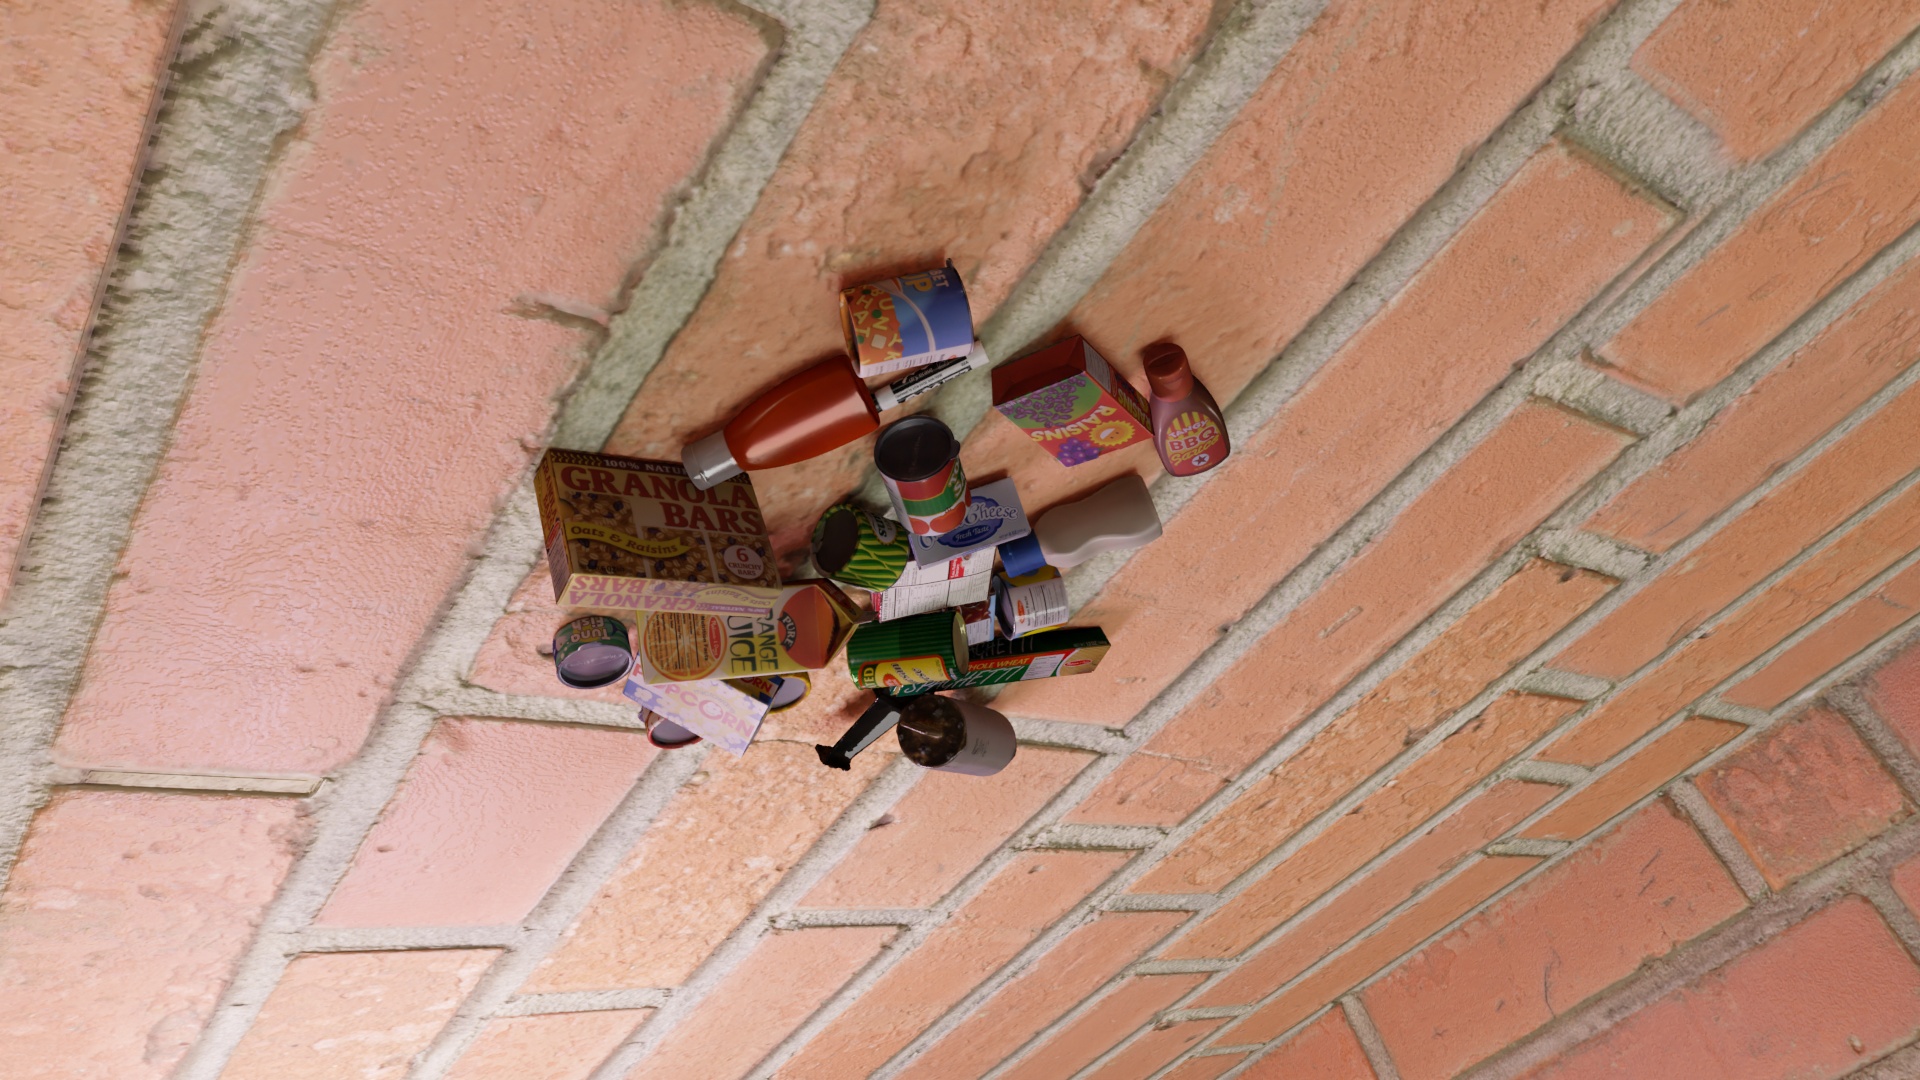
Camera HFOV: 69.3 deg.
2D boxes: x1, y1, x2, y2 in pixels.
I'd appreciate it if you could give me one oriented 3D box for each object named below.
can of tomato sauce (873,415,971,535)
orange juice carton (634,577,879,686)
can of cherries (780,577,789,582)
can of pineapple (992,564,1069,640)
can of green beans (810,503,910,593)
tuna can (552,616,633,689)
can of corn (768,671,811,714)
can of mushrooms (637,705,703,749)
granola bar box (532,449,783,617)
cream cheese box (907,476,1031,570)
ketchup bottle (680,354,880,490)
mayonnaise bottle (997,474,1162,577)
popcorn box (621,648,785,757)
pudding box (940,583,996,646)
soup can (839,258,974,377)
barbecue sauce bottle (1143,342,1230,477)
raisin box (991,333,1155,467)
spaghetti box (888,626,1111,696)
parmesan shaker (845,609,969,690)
[{"bbox_3d":[-0.028,-0.053,1.145,0.071,0.071,0.082,-21,145,-2],"label":"can of tomato sauce"},{"bbox_3d":[-0.166,0.073,1.162,0.193,0.073,0.072,-6,-178,2],"label":"orange juice carton"},{"bbox_3d":[-0.155,0.075,1.241,0.071,0.072,0.058,-36,142,18],"label":"can of cherries"},{"bbox_3d":[0.066,0.057,1.343,0.058,0.071,0.070,-12,143,-14],"label":"can of pineapple"},{"bbox_3d":[-0.087,0.007,1.191,0.058,0.071,0.071,21,126,-43],"label":"can of green beans"},{"bbox_3d":[-0.321,0.097,1.211,0.071,0.033,0.070,-15,144,-11],"label":"tuna can"},{"bbox_3d":[-0.175,0.120,1.299,0.071,0.058,0.070,-15,144,-11],"label":"can of corn"},{"bbox_3d":[-0.273,0.171,1.334,0.071,0.033,0.070,-15,145,-11],"label":"can of mushrooms"},{"bbox_3d":[-0.227,-0.005,1.050,0.166,0.125,0.039,6,135,-34],"label":"granola bar box"},{"bbox_3d":[0.004,-0.015,1.221,0.104,0.053,0.024,-18,171,-6],"label":"cream cheese box"},{"bbox_3d":[-0.139,-0.084,1.061,0.149,0.044,0.064,-24,124,5],"label":"ketchup bottle"},{"bbox_3d":[0.108,-0.008,1.285,0.148,0.065,0.041,-21,153,5],"label":"mayonnaise bottle"},{"bbox_3d":[-0.231,0.131,1.244,0.127,0.038,0.084,29,129,-2],"label":"popcorn box"},{"bbox_3d":[0.008,0.070,1.357,0.050,0.030,0.083,-14,144,-10],"label":"pudding box"},{"bbox_3d":[-0.040,-0.160,1.002,0.084,0.071,0.071,-14,144,-11],"label":"soup can"},{"bbox_3d":[0.191,-0.114,1.204,0.065,0.044,0.148,-22,145,8],"label":"barbecue sauce bottle"},{"bbox_3d":[0.093,-0.111,1.138,0.086,0.040,0.123,-20,149,27],"label":"raisin box"},{"bbox_3d":[0.042,0.124,1.432,0.251,0.029,0.050,-3,140,-31],"label":"spaghetti box"},{"bbox_3d":[-0.050,0.102,1.310,0.103,0.071,0.071,-7,147,13],"label":"parmesan shaker"}]
